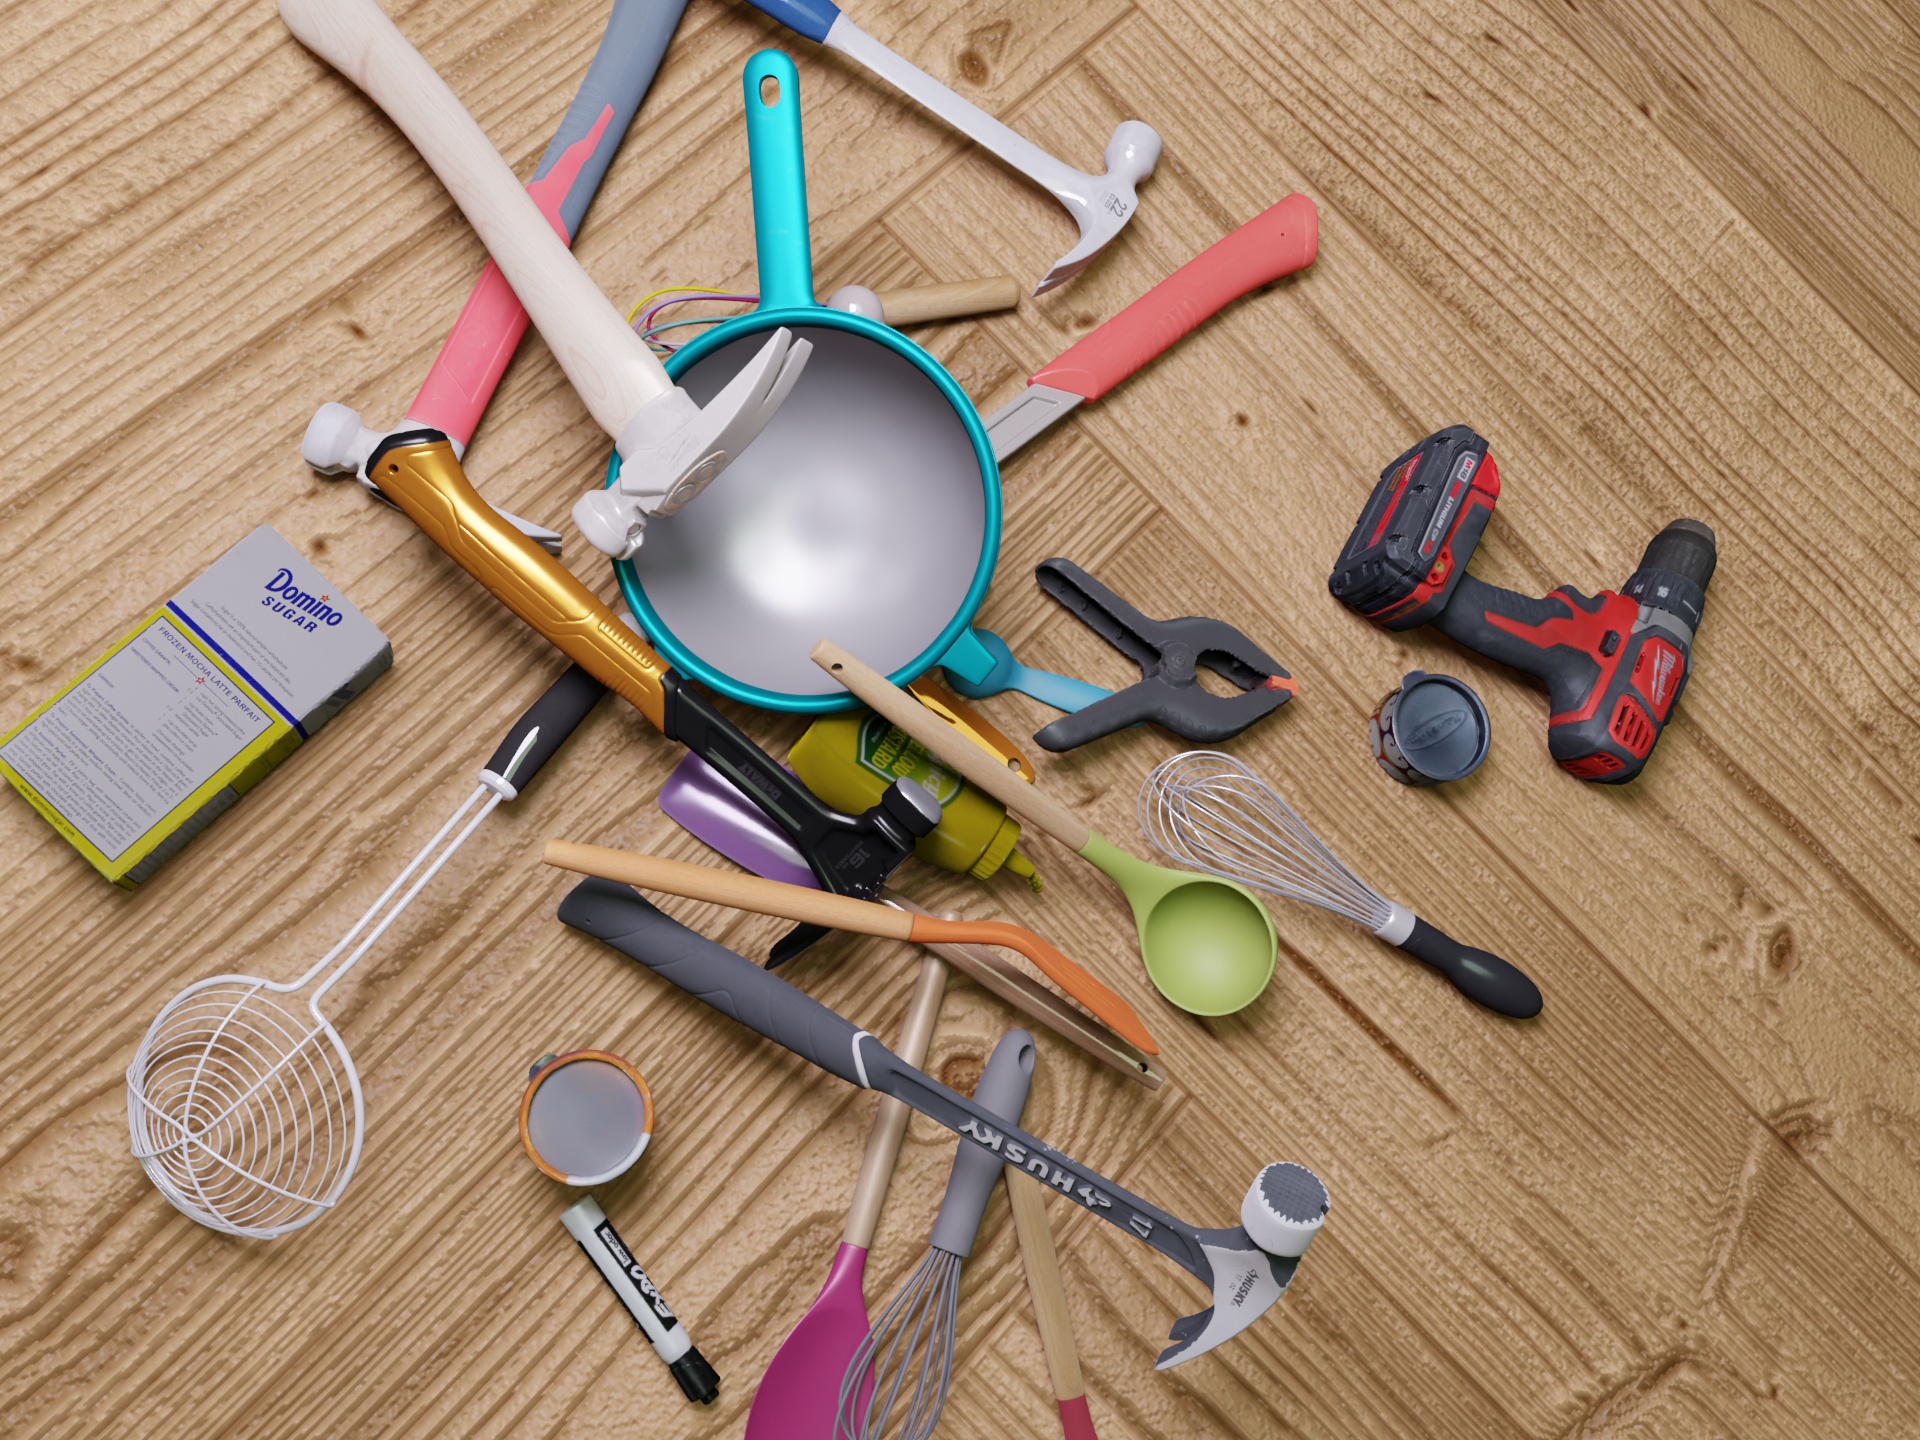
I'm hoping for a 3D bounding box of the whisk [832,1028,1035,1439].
[{"bbox_3d":[-0.009,0.273,0.827,0.055,0.055,0.239,24,72,-7],"label":"whisk"}]

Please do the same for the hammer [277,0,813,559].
[{"bbox_3d":[-0.241,-0.281,0.841,0.146,0.038,0.411,-42,73,14],"label":"hammer"}]

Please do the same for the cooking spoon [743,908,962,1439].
[{"bbox_3d":[-0.048,0.253,0.845,0.068,0.017,0.319,26,71,-28],"label":"cooking spoon"}]

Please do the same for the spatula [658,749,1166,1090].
[{"bbox_3d":[-0.023,0.109,0.869,0.316,0.018,0.060,33,73,4],"label":"spatula"}]

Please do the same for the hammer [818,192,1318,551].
[{"bbox_3d":[0.082,-0.229,0.978,0.359,0.036,0.149,-39,89,-18],"label":"hammer"}]

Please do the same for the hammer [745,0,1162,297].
[{"bbox_3d":[-0.070,-0.405,0.951,0.405,0.035,0.144,30,64,-11],"label":"hammer"}]

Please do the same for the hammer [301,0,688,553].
[{"bbox_3d":[-0.223,-0.284,0.916,0.143,0.038,0.386,24,73,-9],"label":"hammer"}]

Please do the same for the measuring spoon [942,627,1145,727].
[{"bbox_3d":[0.052,-0.022,0.930,0.128,0.021,0.042,18,74,-9],"label":"measuring spoon"}]

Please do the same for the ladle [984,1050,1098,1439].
[{"bbox_3d":[0.054,0.334,0.850,0.069,0.031,0.315,-10,79,-14],"label":"ladle"}]

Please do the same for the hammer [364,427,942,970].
[{"bbox_3d":[-0.172,-0.019,0.820,0.337,0.034,0.127,43,103,-8],"label":"hammer"}]

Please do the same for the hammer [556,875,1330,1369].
[{"bbox_3d":[-0.030,0.181,0.790,0.409,0.149,0.036,27,39,14],"label":"hammer"}]

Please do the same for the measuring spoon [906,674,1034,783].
[{"bbox_3d":[-0.001,-0.003,0.919,0.117,0.011,0.021,41,72,-2],"label":"measuring spoon"}]

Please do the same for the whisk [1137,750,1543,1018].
[{"bbox_3d":[0.226,0.104,0.931,0.284,0.070,0.070,31,72,-11],"label":"whisk"}]

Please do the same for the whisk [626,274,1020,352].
[{"bbox_3d":[-0.078,-0.242,0.940,0.245,0.051,0.047,-13,75,-19],"label":"whisk"}]

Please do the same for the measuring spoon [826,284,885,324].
[{"bbox_3d":[-0.027,-0.205,0.917,0.124,0.018,0.034,45,67,-3],"label":"measuring spoon"}]

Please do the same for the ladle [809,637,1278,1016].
[{"bbox_3d":[0.048,0.057,0.850,0.320,0.062,0.078,37,108,-22],"label":"ladle"}]

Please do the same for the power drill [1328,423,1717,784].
[{"bbox_3d":[0.365,-0.090,0.996,0.226,0.080,0.188,33,72,-8],"label":"power drill"}]

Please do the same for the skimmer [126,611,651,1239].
[{"bbox_3d":[-0.276,0.091,0.822,0.127,0.090,0.363,30,61,10],"label":"skimmer"}]

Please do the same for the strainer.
[{"bbox_3d":[-0.083,-0.176,0.863,0.211,0.095,0.340,-3,95,6],"label":"strainer"}]

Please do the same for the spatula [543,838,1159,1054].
[{"bbox_3d":[-0.051,0.109,0.807,0.322,0.081,0.041,13,98,-9],"label":"spatula"}]
